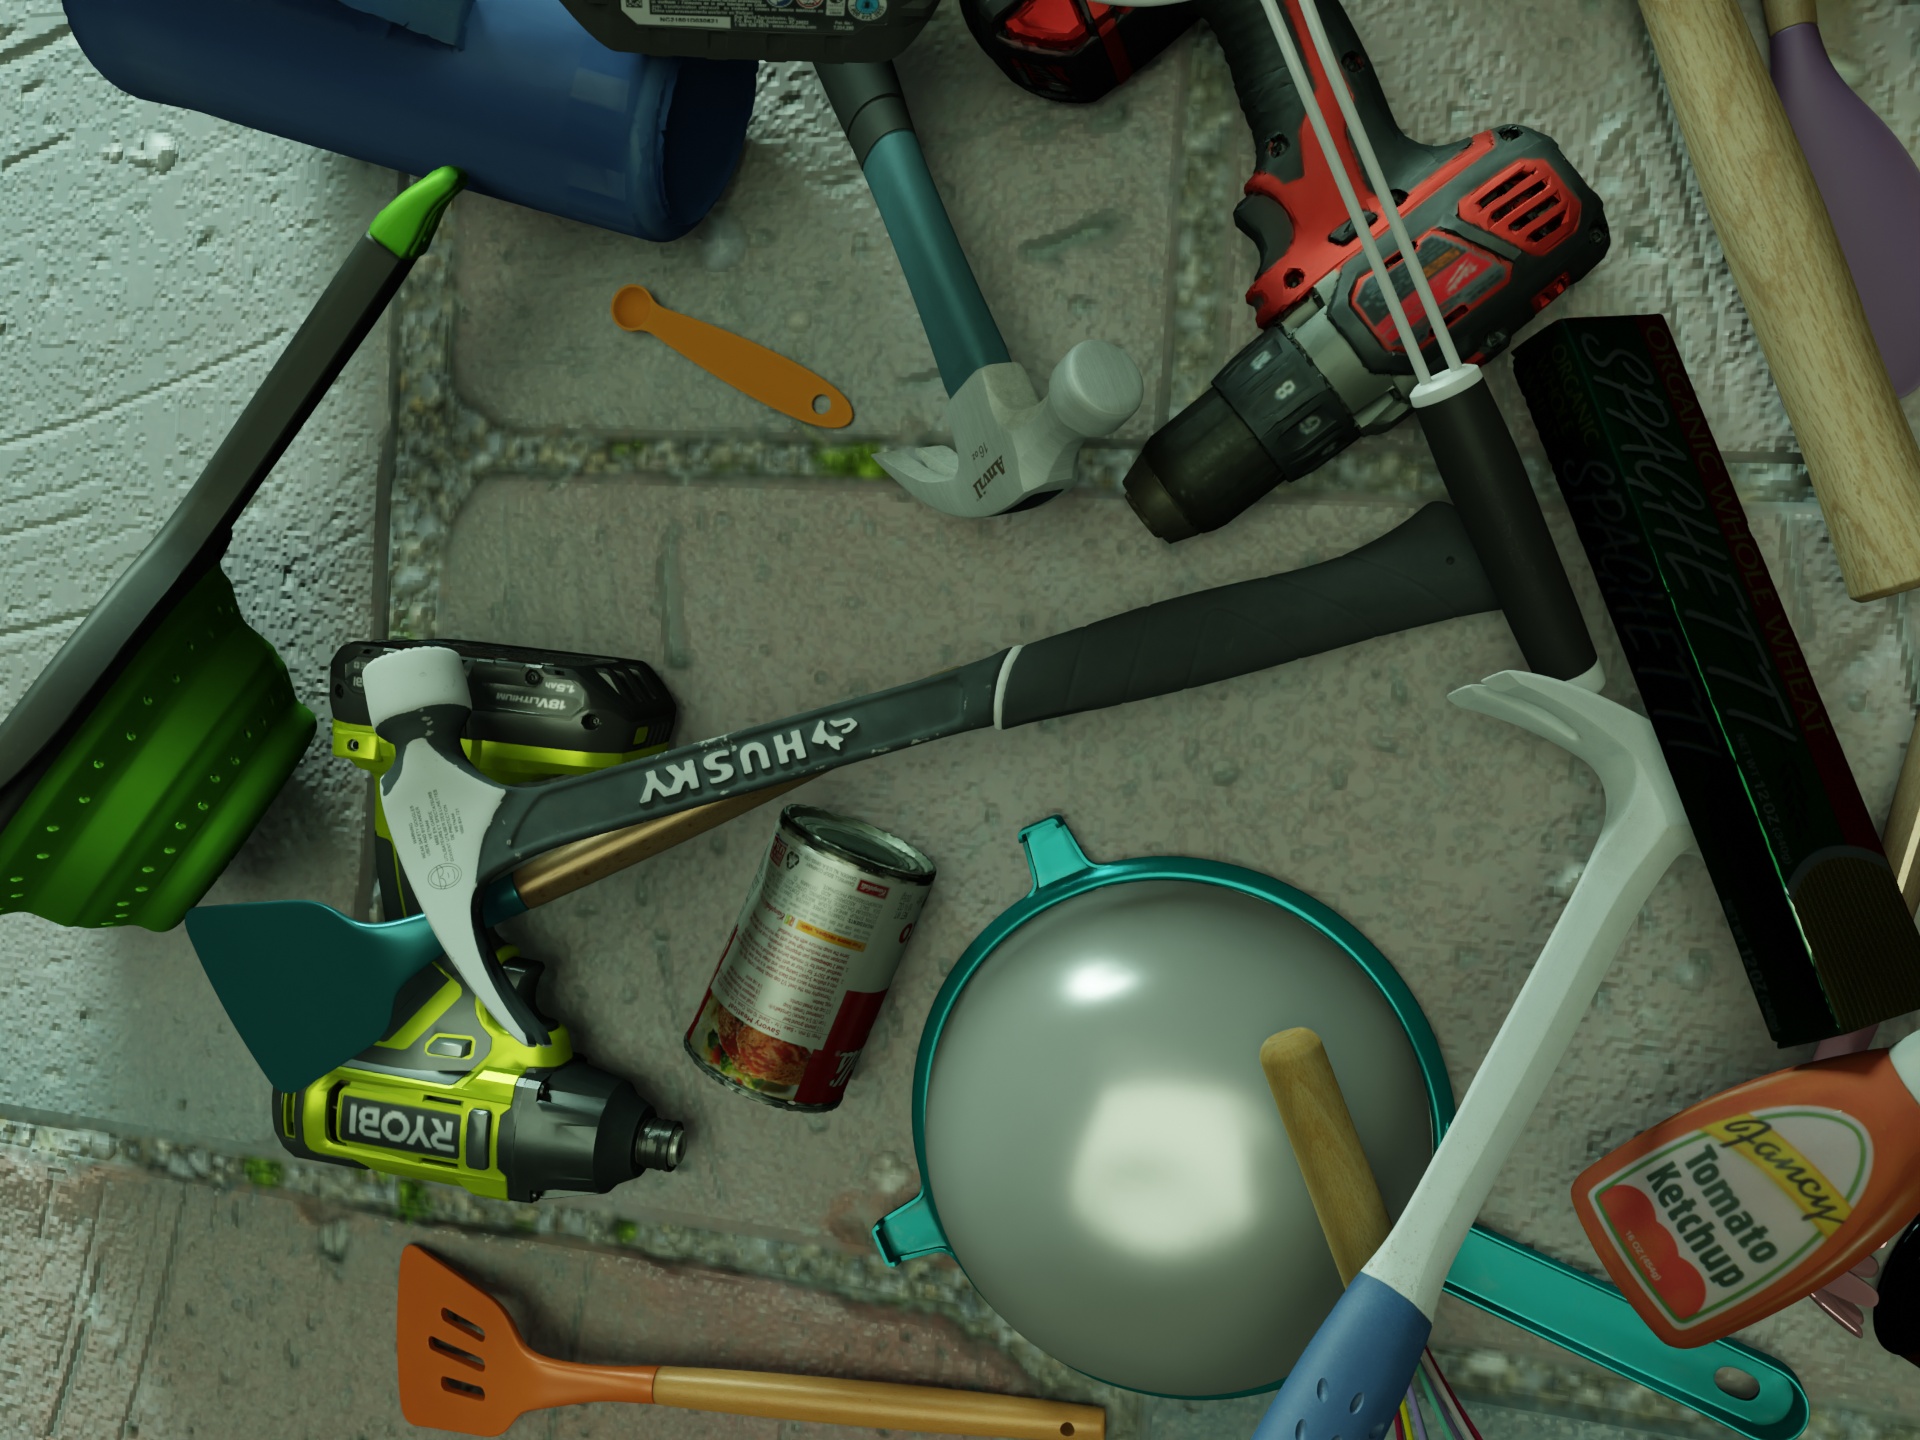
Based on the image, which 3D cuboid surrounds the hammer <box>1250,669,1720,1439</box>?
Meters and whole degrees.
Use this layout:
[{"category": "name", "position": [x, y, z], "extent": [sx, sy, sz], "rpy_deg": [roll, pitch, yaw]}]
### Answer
[{"category": "hammer", "position": [0.130, 0.160, 0.476], "extent": [0.144, 0.035, 0.405], "rpy_deg": [39, 69, -4]}]

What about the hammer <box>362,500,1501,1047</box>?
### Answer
[{"category": "hammer", "position": [-0.001, -0.002, 0.568], "extent": [0.409, 0.036, 0.149], "rpy_deg": [-15, 79, -1]}]

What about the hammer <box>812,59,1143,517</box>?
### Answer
[{"category": "hammer", "position": [-0.031, -0.228, 0.604], "extent": [0.128, 0.033, 0.331], "rpy_deg": [-40, 67, 56]}]

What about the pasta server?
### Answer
[{"category": "pasta server", "position": [0.327, 0.047, 0.534], "extent": [0.040, 0.060, 0.316], "rpy_deg": [17, 92, 31]}]

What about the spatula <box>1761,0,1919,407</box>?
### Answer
[{"category": "spatula", "position": [0.286, -0.264, 0.549], "extent": [0.060, 0.018, 0.316], "rpy_deg": [-11, 89, 20]}]

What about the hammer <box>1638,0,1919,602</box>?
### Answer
[{"category": "hammer", "position": [0.260, -0.199, 0.539], "extent": [0.130, 0.031, 0.331], "rpy_deg": [-20, 86, 25]}]

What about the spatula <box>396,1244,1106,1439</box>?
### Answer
[{"category": "spatula", "position": [-0.099, 0.275, 0.665], "extent": [0.322, 0.041, 0.081], "rpy_deg": [0, 91, 11]}]

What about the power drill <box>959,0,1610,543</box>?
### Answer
[{"category": "power drill", "position": [0.092, -0.195, 0.577], "extent": [0.188, 0.080, 0.227], "rpy_deg": [-37, 85, 13]}]

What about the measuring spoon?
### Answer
[{"category": "measuring spoon", "position": [-0.094, -0.150, 0.662], "extent": [0.117, 0.011, 0.021], "rpy_deg": [28, 98, 9]}]

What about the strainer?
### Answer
[{"category": "strainer", "position": [0.129, 0.181, 0.561], "extent": [0.340, 0.095, 0.211], "rpy_deg": [22, 97, 15]}]

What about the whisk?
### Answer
[{"category": "whisk", "position": [0.145, 0.217, 0.507], "extent": [0.047, 0.051, 0.245], "rpy_deg": [-20, 88, -1]}]

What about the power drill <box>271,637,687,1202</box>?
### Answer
[{"category": "power drill", "position": [-0.190, 0.083, 0.659], "extent": [0.171, 0.080, 0.223], "rpy_deg": [7, 96, 10]}]

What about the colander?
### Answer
[{"category": "colander", "position": [-0.287, -0.039, 0.645], "extent": [0.094, 0.205, 0.397], "rpy_deg": [36, 105, -20]}]

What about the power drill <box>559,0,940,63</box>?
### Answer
[{"category": "power drill", "position": [-0.092, -0.345, 0.559], "extent": [0.190, 0.080, 0.229], "rpy_deg": [-2, 64, -9]}]

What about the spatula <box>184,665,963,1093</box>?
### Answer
[{"category": "spatula", "position": [-0.141, 0.049, 0.603], "extent": [0.317, 0.044, 0.082], "rpy_deg": [-25, 99, -1]}]

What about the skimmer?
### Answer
[{"category": "skimmer", "position": [0.122, -0.148, 0.482], "extent": [0.127, 0.090, 0.363], "rpy_deg": [-20, 109, 27]}]
